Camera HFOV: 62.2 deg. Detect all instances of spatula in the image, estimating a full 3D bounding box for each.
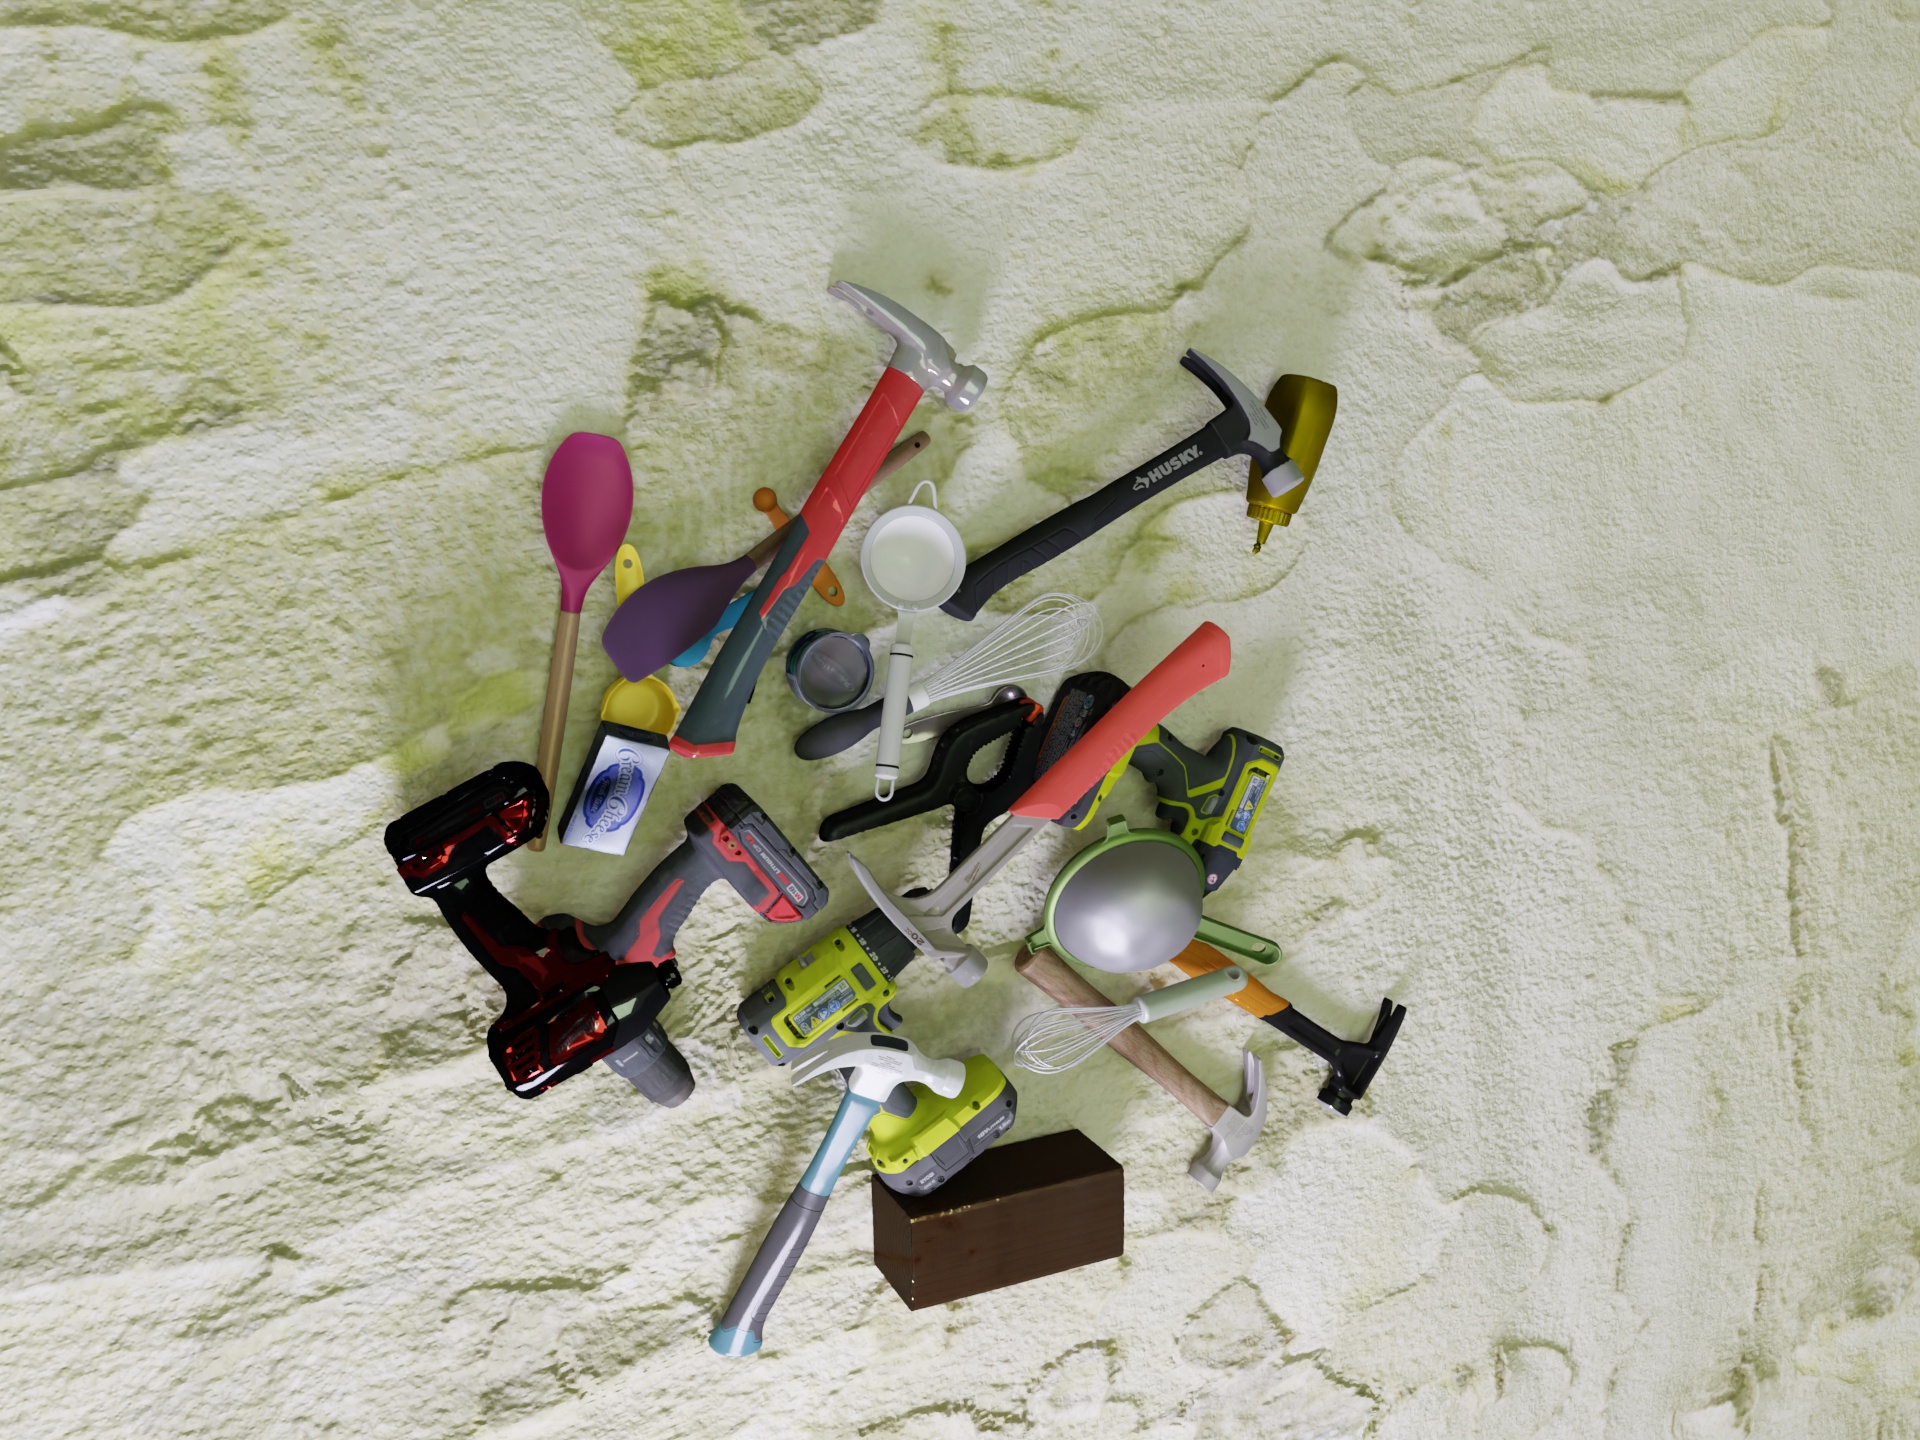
[{"bbox_3d":[-0.145,-0.139,1.238,0.316,0.018,0.059,-38,108,-20],"label":"spatula"}]

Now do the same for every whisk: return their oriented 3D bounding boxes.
[{"bbox_3d":[0.154,0.262,1.423,0.246,0.058,0.059,-13,140,-24],"label":"whisk"},{"bbox_3d":[-0.009,-0.034,1.319,0.284,0.070,0.070,-25,110,-13],"label":"whisk"}]

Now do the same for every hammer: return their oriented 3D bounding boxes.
[{"bbox_3d":[0.288,0.260,1.521,0.336,0.034,0.127,34,86,-26],"label":"hammer"},{"bbox_3d":[-0.123,0.394,1.304,0.128,0.033,0.331,23,108,-14],"label":"hammer"},{"bbox_3d":[0.117,-0.185,1.340,0.335,0.035,0.146,-31,87,-10],"label":"hammer"},{"bbox_3d":[0.080,0.044,1.295,0.359,0.037,0.149,-44,105,-7],"label":"hammer"},{"bbox_3d":[0.171,0.305,1.477,0.331,0.031,0.130,43,81,-25],"label":"hammer"},{"bbox_3d":[-0.126,-0.147,1.215,0.143,0.038,0.386,33,77,-20],"label":"hammer"}]

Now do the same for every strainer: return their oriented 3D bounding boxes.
[{"bbox_3d":[-0.048,-0.064,1.276,0.087,0.050,0.258,9,82,-13],"label":"strainer"},{"bbox_3d":[0.195,0.188,1.393,0.256,0.069,0.151,22,112,-28],"label":"strainer"}]

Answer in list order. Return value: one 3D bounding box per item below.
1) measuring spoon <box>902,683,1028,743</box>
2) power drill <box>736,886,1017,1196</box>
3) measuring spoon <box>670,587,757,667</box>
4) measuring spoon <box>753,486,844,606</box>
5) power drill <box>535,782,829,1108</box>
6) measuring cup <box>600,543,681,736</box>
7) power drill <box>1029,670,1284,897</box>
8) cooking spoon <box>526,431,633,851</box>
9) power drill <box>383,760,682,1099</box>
[{"bbox_3d":[-0.002,-0.004,1.350,0.124,0.018,0.034,-16,117,-14],"label":"measuring spoon"},{"bbox_3d":[-0.051,0.267,1.337,0.190,0.080,0.228,-37,111,-8],"label":"power drill"},{"bbox_3d":[-0.176,-0.081,1.234,0.128,0.021,0.042,-28,101,-6],"label":"measuring spoon"},{"bbox_3d":[-0.126,-0.137,1.265,0.021,0.011,0.116,-41,114,-13],"label":"measuring spoon"},{"bbox_3d":[-0.213,0.181,1.252,0.227,0.080,0.187,-40,113,-10],"label":"power drill"},{"bbox_3d":[-0.251,-0.057,1.216,0.062,0.029,0.156,-7,100,-24],"label":"measuring cup"},{"bbox_3d":[0.171,0.063,1.408,0.223,0.080,0.171,25,89,-30],"label":"power drill"},{"bbox_3d":[-0.298,-0.057,1.197,0.068,0.017,0.319,7,97,-28],"label":"cooking spoon"},{"bbox_3d":[-0.306,0.146,1.148,0.143,0.078,0.220,-29,87,-7],"label":"power drill"}]
